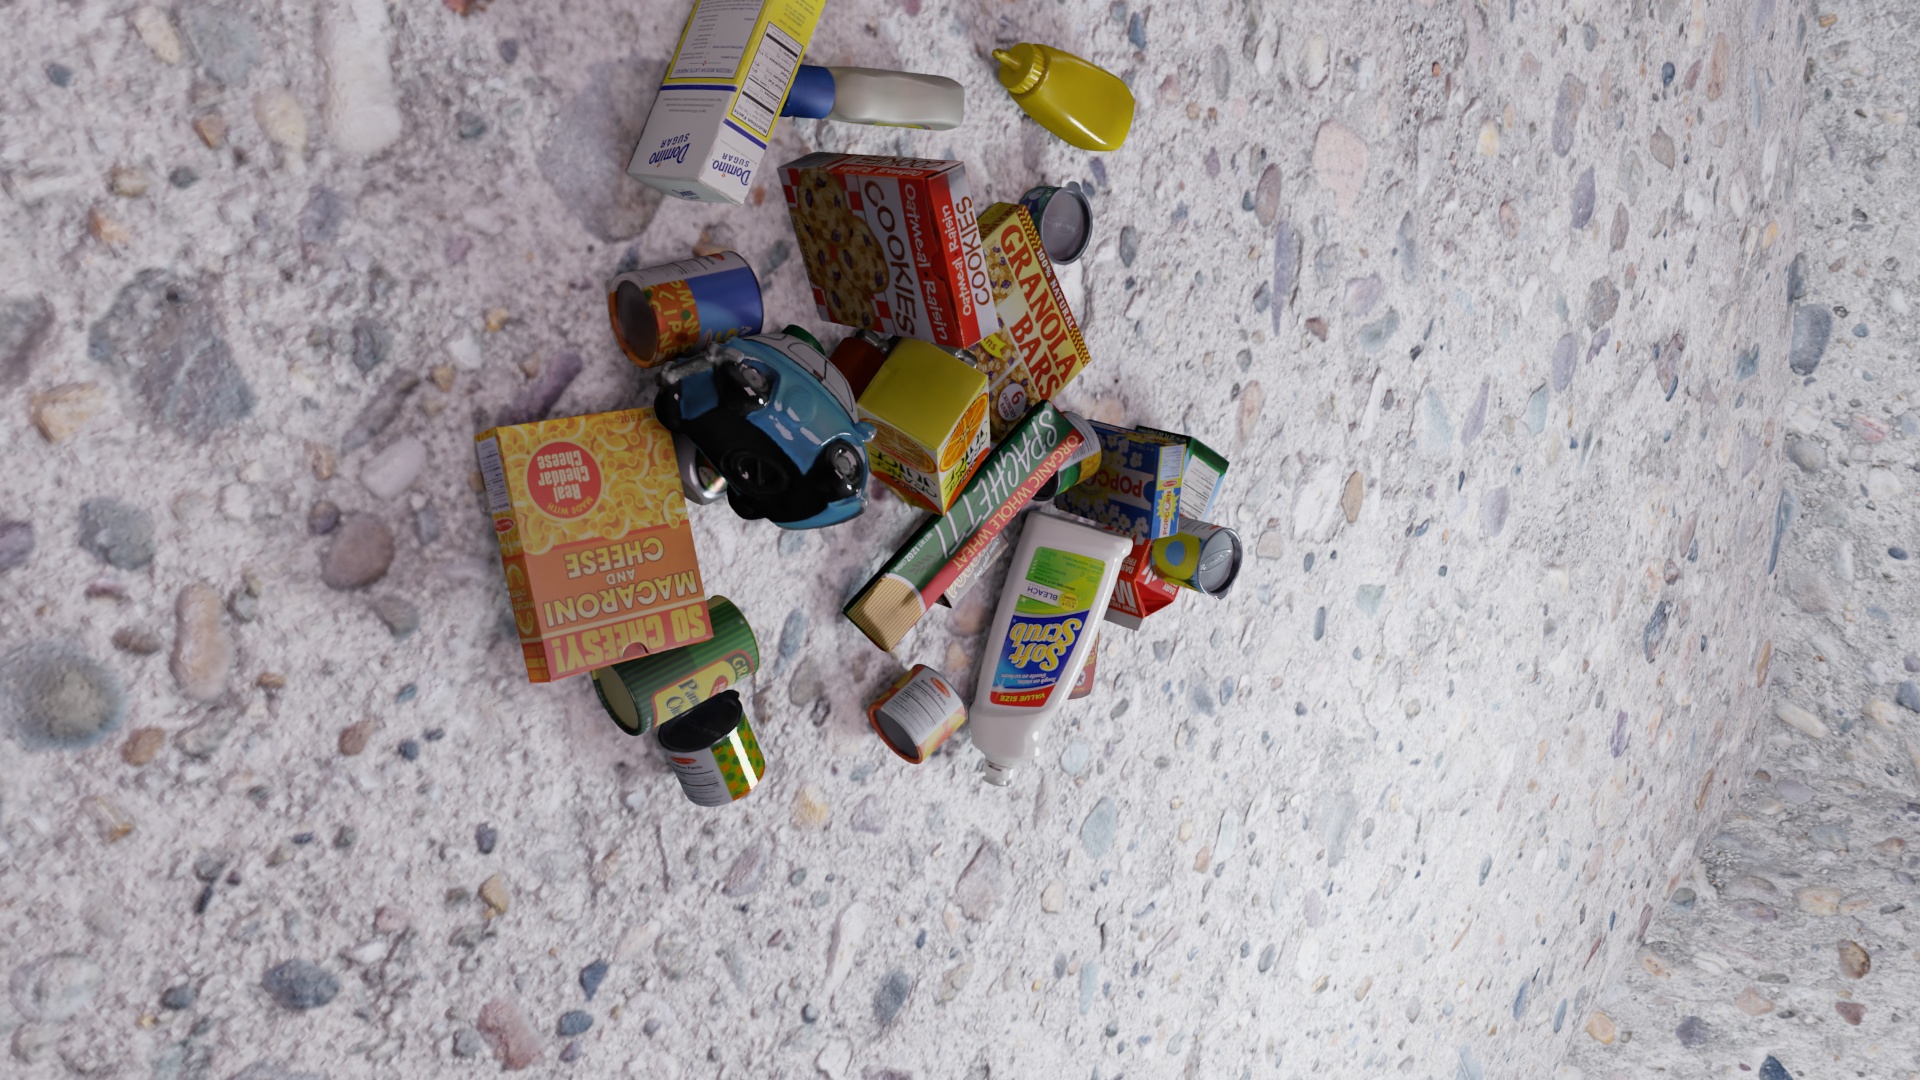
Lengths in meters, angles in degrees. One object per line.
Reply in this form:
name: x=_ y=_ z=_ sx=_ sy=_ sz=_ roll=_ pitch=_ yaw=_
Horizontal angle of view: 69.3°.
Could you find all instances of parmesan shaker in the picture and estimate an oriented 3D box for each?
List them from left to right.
parmesan shaker: x=-0.208 y=0.092 z=1.011 sx=0.103 sy=0.071 sz=0.071 roll=-28 pitch=122 yaw=-34

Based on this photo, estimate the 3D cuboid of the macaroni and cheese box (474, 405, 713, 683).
macaroni and cheese box: x=-0.242 y=0.000 z=0.928 sx=0.124 sy=0.040 sz=0.166 roll=-14 pitch=93 yaw=-40

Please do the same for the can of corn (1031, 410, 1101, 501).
can of corn: x=0.081 y=-0.074 z=1.237 sx=0.058 sy=0.071 sz=0.071 roll=-28 pitch=121 yaw=-35

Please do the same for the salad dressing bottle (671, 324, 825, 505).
salad dressing bottle: x=-0.157 y=-0.094 z=1.013 sx=0.148 sy=0.044 sz=0.064 roll=-53 pitch=135 yaw=-18

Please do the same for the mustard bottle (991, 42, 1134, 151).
mustard bottle: x=0.079 y=-0.374 z=1.148 sx=0.160 sy=0.049 sz=0.065 roll=15 pitch=92 yaw=-45

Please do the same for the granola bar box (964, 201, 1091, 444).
granola bar box: x=0.034 y=-0.182 z=1.173 sx=0.125 sy=0.039 sz=0.165 roll=-46 pitch=130 yaw=-22

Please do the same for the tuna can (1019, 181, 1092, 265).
tuna can: x=0.080 y=-0.273 z=1.192 sx=0.071 sy=0.033 sz=0.070 roll=-16 pitch=114 yaw=-40

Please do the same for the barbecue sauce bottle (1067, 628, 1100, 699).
barbecue sauce bottle: x=0.106 y=0.075 z=1.323 sx=0.065 sy=0.044 sz=0.148 roll=0 pitch=103 yaw=-40

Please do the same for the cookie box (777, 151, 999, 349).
cookie box: x=-0.053 y=-0.208 z=0.988 sx=0.040 sy=0.167 sz=0.122 roll=-33 pitch=124 yaw=-31

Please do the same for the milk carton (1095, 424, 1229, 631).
milk carton: x=0.182 y=-0.008 z=1.349 sx=0.073 sy=0.072 sz=0.190 roll=27 pitch=83 yaw=-44

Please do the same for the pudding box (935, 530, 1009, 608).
pudding box: x=0.000 y=0.012 z=1.209 sx=0.084 sy=0.030 sz=0.049 roll=-47 pitch=130 yaw=-23

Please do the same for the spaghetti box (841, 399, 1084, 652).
spaghetti box: x=0.004 y=-0.015 z=1.159 sx=0.050 sy=0.028 sz=0.250 roll=45 pitch=82 yaw=-12

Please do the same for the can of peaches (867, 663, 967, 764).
can of peaches: x=-0.038 y=0.150 z=1.193 sx=0.058 sy=0.071 sz=0.071 roll=-41 pitch=128 yaw=-27

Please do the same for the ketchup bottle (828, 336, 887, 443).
ketchup bottle: x=-0.103 y=-0.081 z=1.069 sx=0.149 sy=0.043 sz=0.064 roll=-59 pitch=141 yaw=-13

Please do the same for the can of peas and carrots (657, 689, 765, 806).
can of peas and carrots: x=-0.186 y=0.157 z=1.051 sx=0.071 sy=0.071 sz=0.058 roll=-37 pitch=127 yaw=-30

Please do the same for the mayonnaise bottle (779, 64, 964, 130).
mayonnaise bottle: x=-0.071 y=-0.323 z=1.013 sx=0.148 sy=0.065 sz=0.041 roll=-10 pitch=114 yaw=-38

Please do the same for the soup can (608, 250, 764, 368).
soup can: x=-0.186 y=-0.155 z=0.949 sx=0.084 sy=0.071 sz=0.071 roll=-22 pitch=118 yaw=-37

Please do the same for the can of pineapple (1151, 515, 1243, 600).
can of pineapple: x=0.221 y=0.016 z=1.299 sx=0.071 sy=0.058 sz=0.070 roll=-14 pitch=112 yaw=-39

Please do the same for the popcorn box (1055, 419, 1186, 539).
popcorn box: x=0.142 y=-0.057 z=1.255 sx=0.038 sy=0.127 sz=0.085 roll=-7 pitch=108 yaw=-38

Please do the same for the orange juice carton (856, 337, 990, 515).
orange juice carton: x=-0.025 y=-0.080 z=1.091 sx=0.072 sy=0.073 sz=0.192 roll=-57 pitch=169 yaw=-14
